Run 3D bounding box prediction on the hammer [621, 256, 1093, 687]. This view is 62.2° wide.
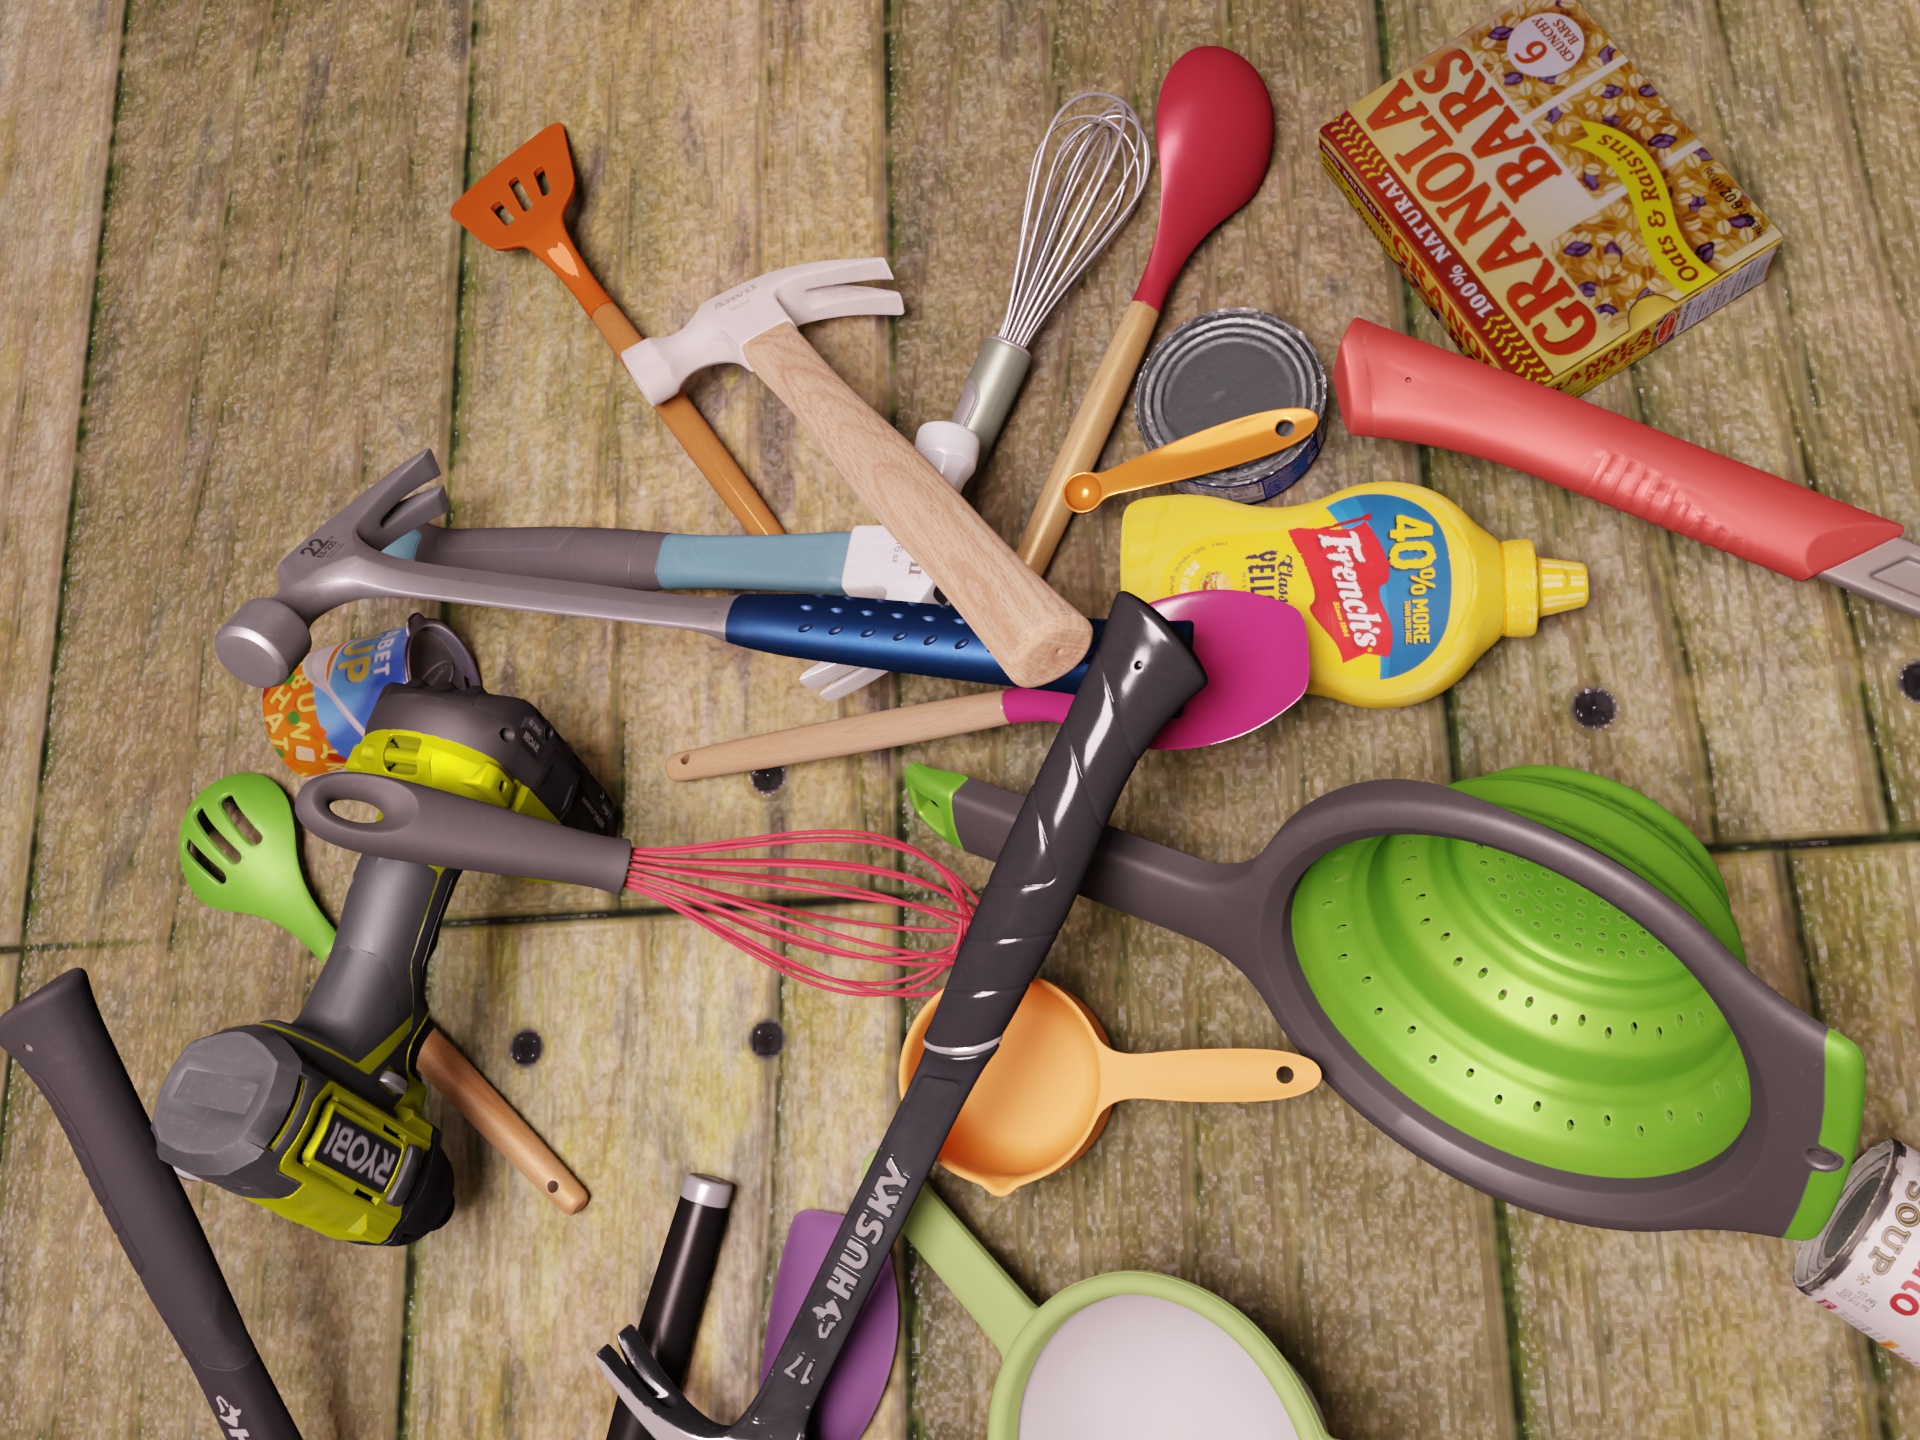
[{"bbox_3d":[-0.038,-0.118,0.689,0.130,0.031,0.332,-32,46,-7],"label":"hammer"}]

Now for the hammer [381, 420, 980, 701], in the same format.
[{"bbox_3d":[-0.153,-0.079,0.773,0.331,0.033,0.128,3,74,23],"label":"hammer"}]

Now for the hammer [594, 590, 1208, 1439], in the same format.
[{"bbox_3d":[-0.012,0.140,0.625,0.149,0.036,0.409,27,99,12],"label":"hammer"}]

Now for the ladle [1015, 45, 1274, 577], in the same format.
[{"bbox_3d":[0.074,-0.170,0.746,0.031,0.069,0.315,23,89,62],"label":"ladle"}]

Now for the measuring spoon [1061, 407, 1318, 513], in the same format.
[{"bbox_3d":[0.102,-0.115,0.706,0.117,0.011,0.021,-17,73,8],"label":"measuring spoon"}]

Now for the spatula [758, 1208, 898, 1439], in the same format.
[{"bbox_3d":[-0.076,0.372,0.674,0.060,0.018,0.316,7,79,16],"label":"spatula"}]

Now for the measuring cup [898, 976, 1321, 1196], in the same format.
[{"bbox_3d":[0.064,0.150,0.669,0.173,0.052,0.095,-3,76,13],"label":"measuring cup"}]

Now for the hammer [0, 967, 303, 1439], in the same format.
[{"bbox_3d":[-0.309,0.253,0.663,0.146,0.035,0.334,-8,109,20],"label":"hammer"}]

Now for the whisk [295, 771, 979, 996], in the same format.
[{"bbox_3d":[-0.122,0.064,0.664,0.295,0.073,0.073,14,79,-20],"label":"whisk"}]

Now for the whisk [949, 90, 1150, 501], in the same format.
[{"bbox_3d":[0.026,-0.185,0.761,0.058,0.059,0.246,23,88,60],"label":"whisk"}]

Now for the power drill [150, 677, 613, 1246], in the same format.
[{"bbox_3d":[-0.238,0.110,0.697,0.080,0.171,0.223,7,61,18],"label":"power drill"}]

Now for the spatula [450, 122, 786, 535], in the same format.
[{"bbox_3d":[-0.169,-0.192,0.831,0.081,0.041,0.323,-38,74,4],"label":"spatula"}]

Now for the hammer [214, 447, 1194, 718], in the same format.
[{"bbox_3d":[-0.104,-0.049,0.680,0.405,0.035,0.144,7,44,13],"label":"hammer"}]

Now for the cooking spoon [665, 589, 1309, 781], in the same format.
[{"bbox_3d":[-0.001,-0.002,0.703,0.319,0.017,0.069,-10,67,27],"label":"cooking spoon"}]

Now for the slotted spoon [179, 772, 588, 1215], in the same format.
[{"bbox_3d":[-0.291,0.131,0.787,0.314,0.031,0.070,39,89,19],"label":"slotted spoon"}]

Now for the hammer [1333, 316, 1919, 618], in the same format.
[{"bbox_3d":[0.323,-0.089,0.635,0.359,0.036,0.149,25,86,11],"label":"hammer"}]

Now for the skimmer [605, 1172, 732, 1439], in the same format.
[{"bbox_3d":[-0.156,0.375,0.657,0.127,0.090,0.363,17,80,-5],"label":"skimmer"}]

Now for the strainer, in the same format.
[{"bbox_3d":[0.055,0.262,0.647,0.257,0.069,0.151,39,107,37],"label":"strainer"}]

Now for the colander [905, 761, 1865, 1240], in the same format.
[{"bbox_3d":[0.153,0.063,0.640,0.397,0.204,0.094,19,48,34],"label":"colander"}]
